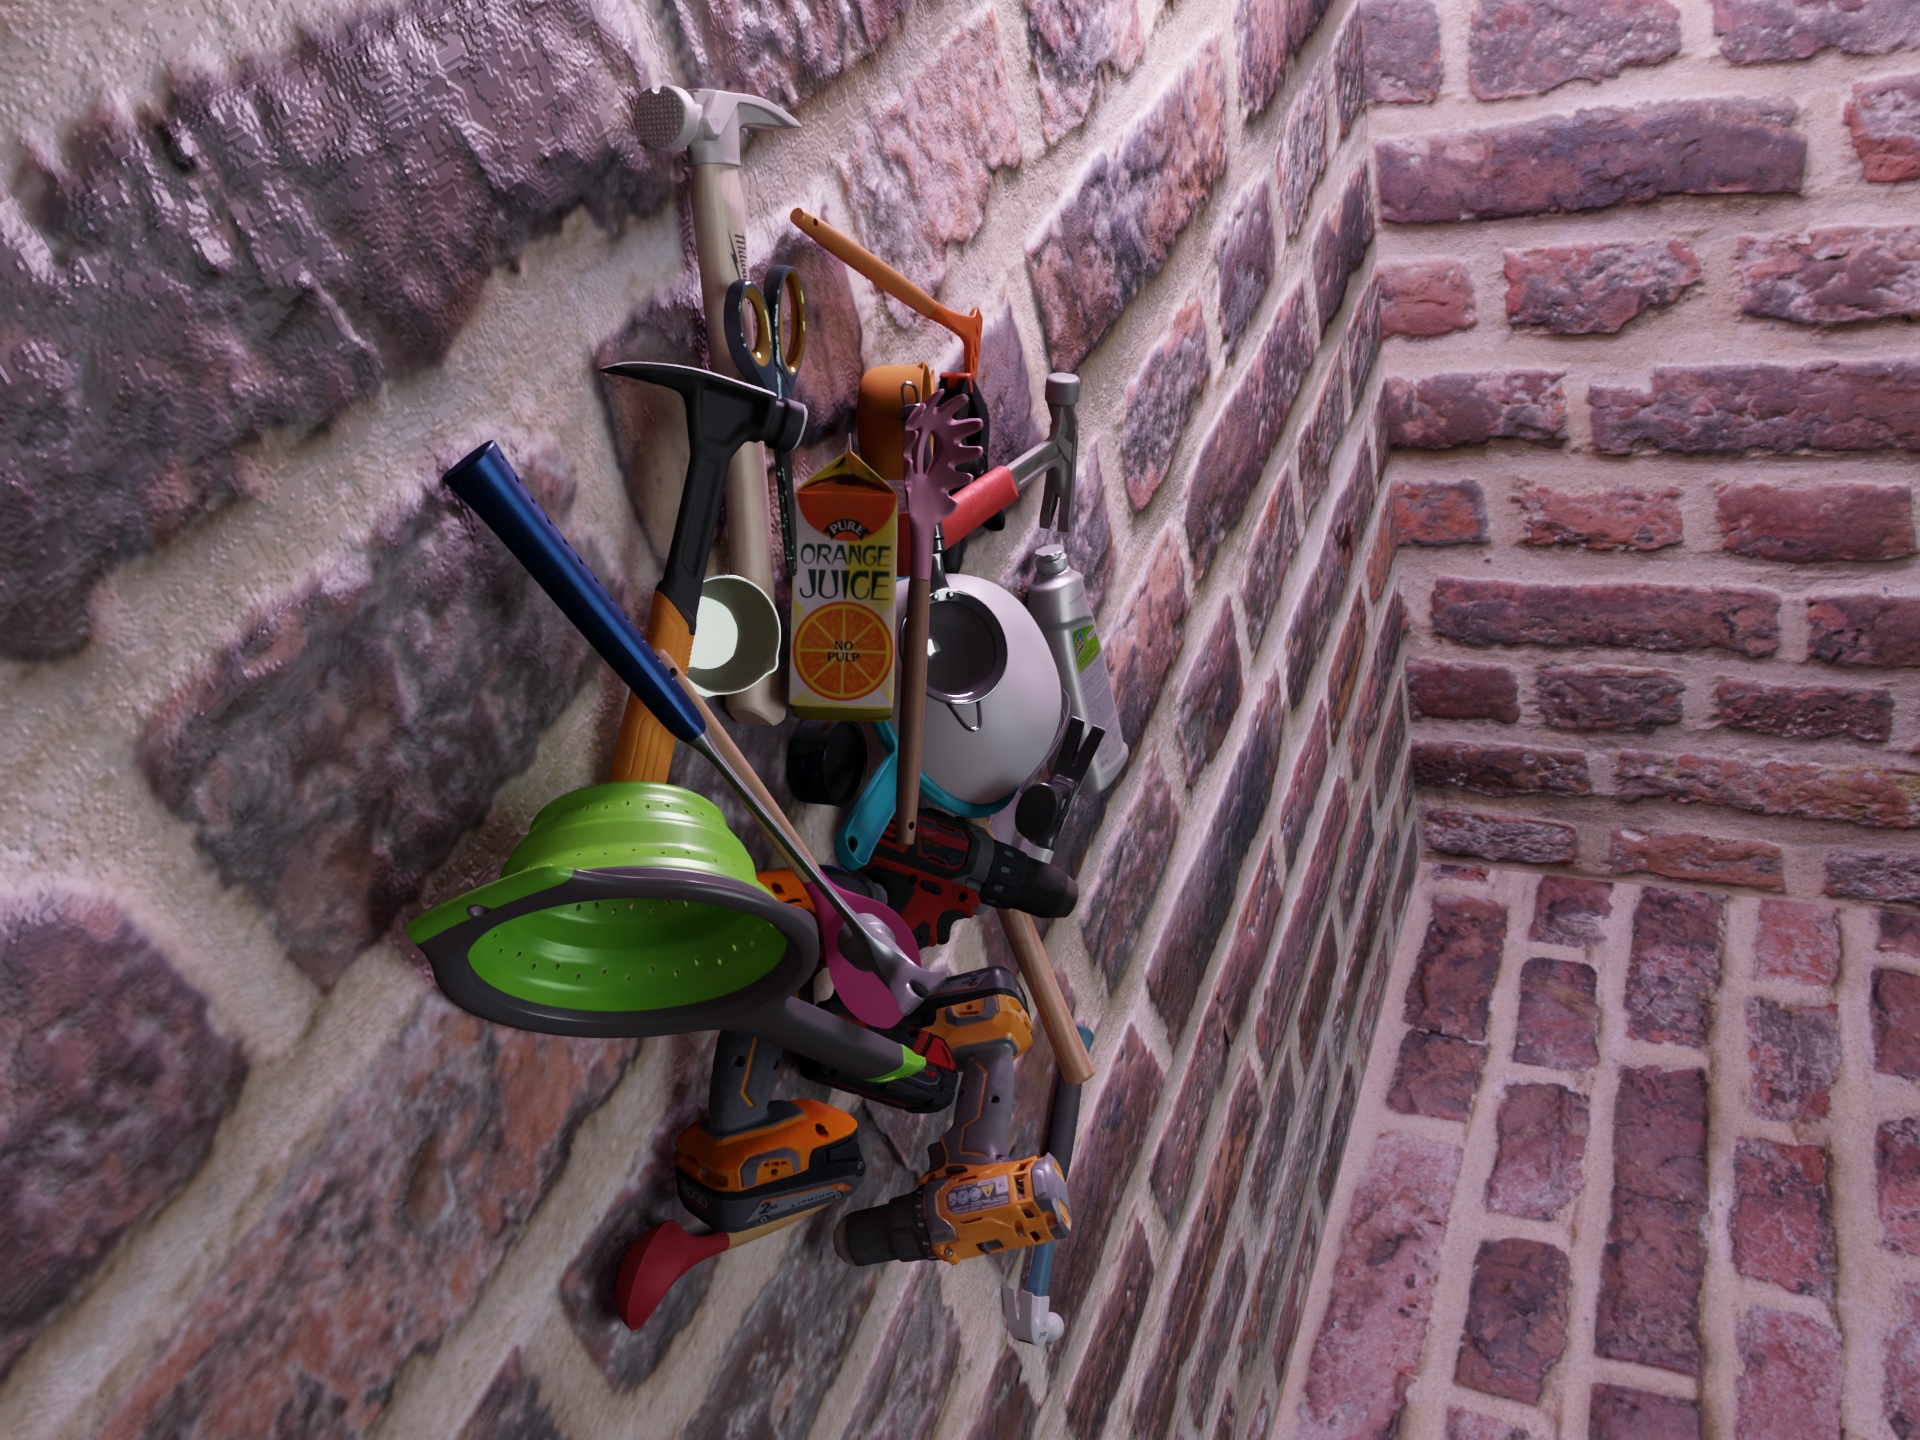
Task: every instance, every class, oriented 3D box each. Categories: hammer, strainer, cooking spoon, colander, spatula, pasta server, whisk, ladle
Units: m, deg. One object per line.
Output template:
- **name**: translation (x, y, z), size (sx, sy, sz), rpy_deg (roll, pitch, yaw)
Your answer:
- **hammer**: translation (0.039, 0.148, 1.342), size (0.130, 0.031, 0.331), rpy_deg (-15, 83, -81)
- **strainer**: translation (-0.019, -0.118, 1.153), size (0.087, 0.050, 0.258), rpy_deg (-8, 89, -26)
- **hammer**: translation (-0.142, -0.200, 1.061), size (0.146, 0.038, 0.410), rpy_deg (-33, 123, -61)
- **cooking spoon**: translation (-0.108, 0.080, 1.010), size (0.069, 0.017, 0.318), rpy_deg (-46, 123, -25)
- **colander**: translation (-0.141, 0.129, 0.942), size (0.396, 0.204, 0.095), rpy_deg (37, 37, -49)
- **strainer**: translation (-0.002, -0.004, 1.207), size (0.211, 0.095, 0.340), rpy_deg (55, 32, -17)
- **spatula**: translation (-0.045, -0.334, 1.259), size (0.322, 0.041, 0.081), rpy_deg (15, 80, -60)
- **hammer**: translation (0.025, -0.181, 1.330), size (0.359, 0.037, 0.149), rpy_deg (-44, 142, -56)
- **pasta server**: translation (-0.026, -0.071, 1.110), size (0.060, 0.040, 0.316), rpy_deg (7, 84, -39)
- **whisk**: translation (0.052, 0.071, 1.498), size (0.055, 0.055, 0.239), rpy_deg (48, 56, -57)
- **hammer**: translation (-0.142, 0.015, 0.897), size (0.035, 0.144, 0.405), rpy_deg (-41, 112, -11)
- **hammer**: translation (0.100, 0.489, 1.684), size (0.128, 0.033, 0.331), rpy_deg (35, 62, -62)
- **hammer**: translation (-0.185, -0.045, 0.965), size (0.127, 0.034, 0.337), rpy_deg (11, 90, -31)
- **ladle**: translation (-0.156, 0.365, 1.136), size (0.315, 0.031, 0.069), rpy_deg (10, 95, -66)
- **hammer**: translation (0.079, 0.065, 1.367), size (0.334, 0.035, 0.146), rpy_deg (17, 96, -83)

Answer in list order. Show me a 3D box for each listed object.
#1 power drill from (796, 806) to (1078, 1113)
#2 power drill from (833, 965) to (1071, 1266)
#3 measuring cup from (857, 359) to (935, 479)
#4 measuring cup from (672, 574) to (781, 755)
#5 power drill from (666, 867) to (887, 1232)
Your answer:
- **power drill**: translation (-0.017, 0.185, 1.233), size (0.080, 0.188, 0.227), rpy_deg (135, -27, -67)
- **power drill**: translation (-0.016, 0.326, 1.280), size (0.084, 0.185, 0.226), rpy_deg (64, 14, -47)
- **measuring cup**: translation (-0.048, -0.246, 1.246), size (0.174, 0.052, 0.095), rpy_deg (-84, 173, -62)
- **measuring cup**: translation (-0.179, -0.017, 1.015), size (0.083, 0.038, 0.167), rpy_deg (34, 81, -29)
- **power drill**: translation (-0.118, 0.211, 1.075), size (0.164, 0.084, 0.226), rpy_deg (-7, 100, -38)
